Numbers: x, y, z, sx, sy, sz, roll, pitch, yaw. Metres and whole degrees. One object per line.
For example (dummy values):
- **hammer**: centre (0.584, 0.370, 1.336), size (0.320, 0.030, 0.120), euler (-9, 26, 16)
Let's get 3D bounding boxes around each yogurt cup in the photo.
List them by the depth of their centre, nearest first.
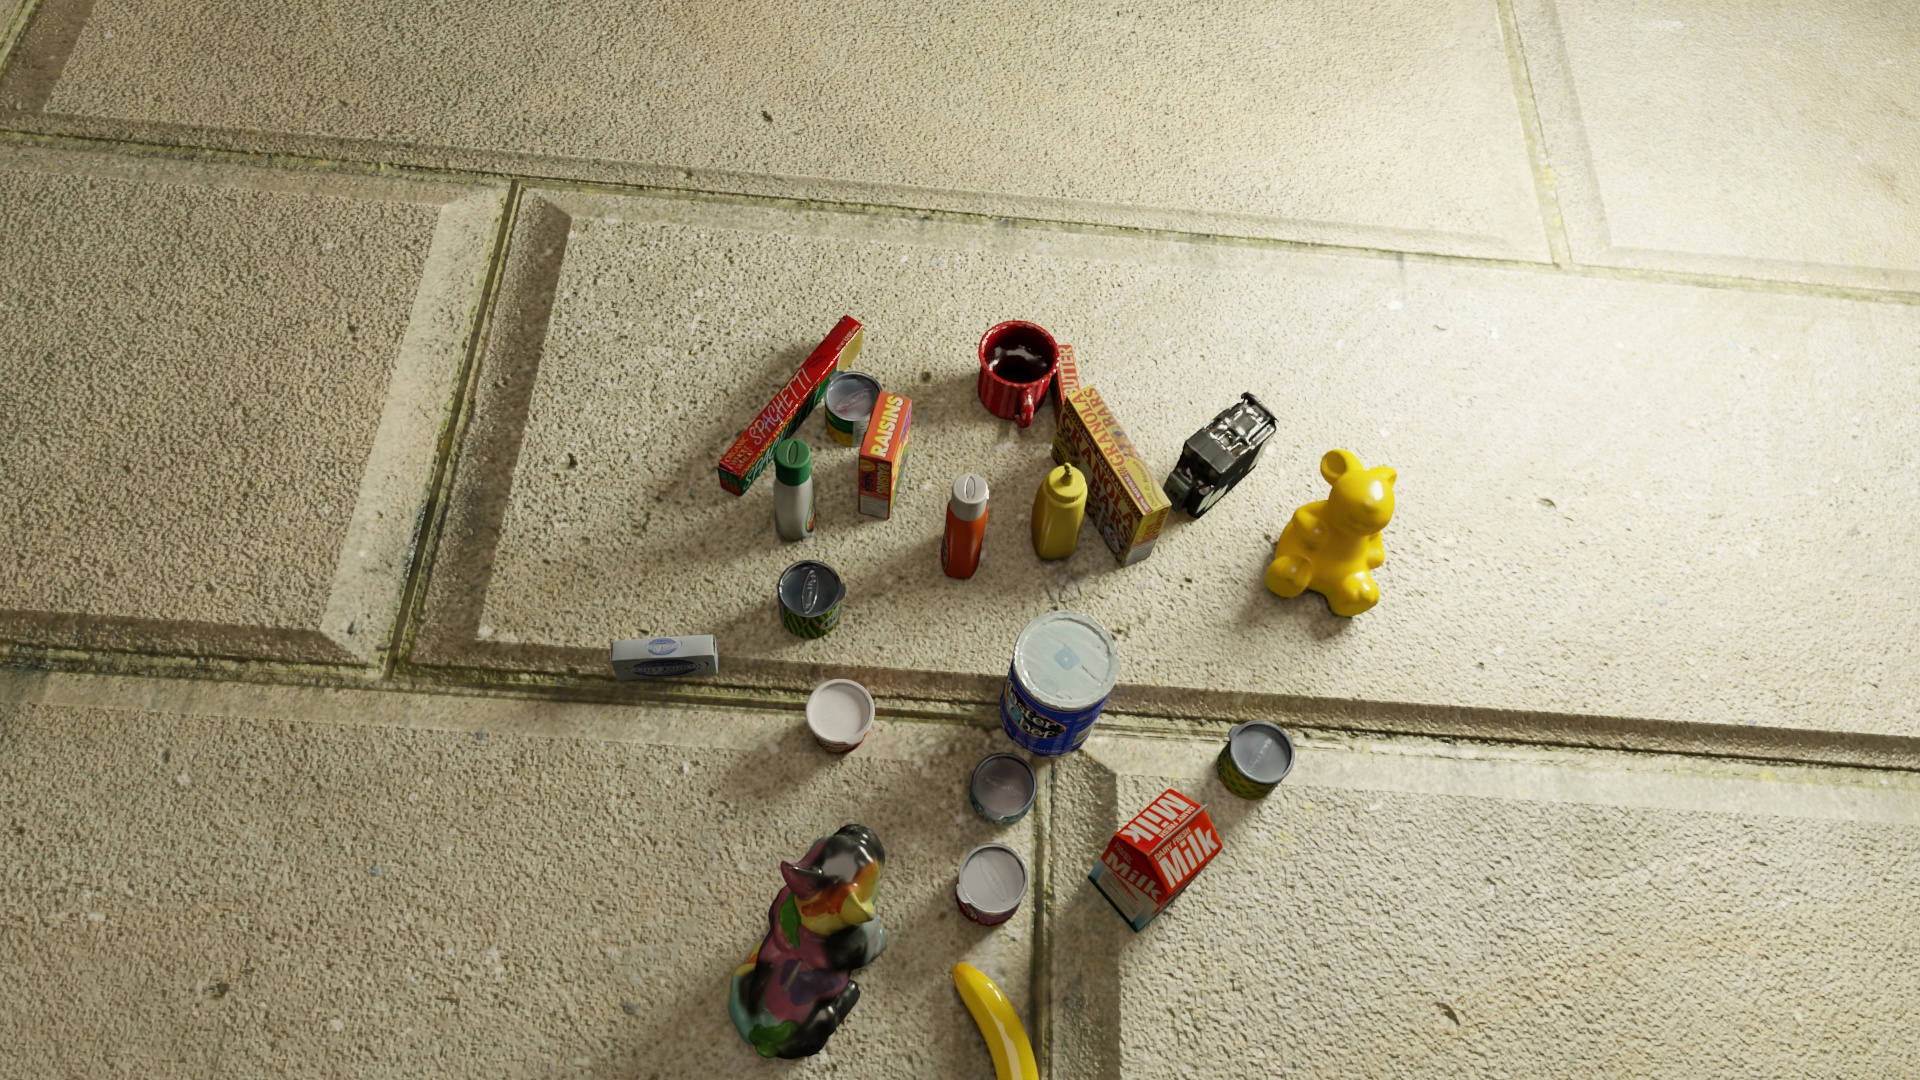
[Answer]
- **yogurt cup**: centre (-0.121, 0.180, 1.395), size (0.072, 0.053, 0.073), euler (2, 62, -4)

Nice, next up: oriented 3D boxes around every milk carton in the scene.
- **milk carton**: centre (0.181, 0.292, 1.283), size (0.072, 0.189, 0.073), euler (-35, 70, -21)

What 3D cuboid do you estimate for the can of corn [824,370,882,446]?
- **can of corn**: centre (-0.122, -0.150, 1.571), size (0.071, 0.058, 0.071), euler (2, 62, -4)

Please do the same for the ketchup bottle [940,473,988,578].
- **ketchup bottle**: centre (0.005, -0.018, 1.460), size (0.043, 0.148, 0.065), euler (5, 62, -3)

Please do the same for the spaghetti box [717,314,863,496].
- **spaghetti box**: centre (-0.190, -0.154, 1.572), size (0.029, 0.050, 0.251), euler (30, 63, 11)

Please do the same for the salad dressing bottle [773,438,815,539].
- **salad dressing bottle**: centre (-0.175, -0.054, 1.463), size (0.044, 0.147, 0.064), euler (6, 62, -2)

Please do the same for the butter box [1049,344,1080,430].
- **butter box**: centre (0.121, -0.170, 1.607), size (0.024, 0.053, 0.104), euler (-3, 62, -7)

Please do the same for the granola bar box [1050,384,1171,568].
- **granola bar box**: centre (0.160, -0.068, 1.515), size (0.039, 0.123, 0.166), euler (-23, 66, -16)

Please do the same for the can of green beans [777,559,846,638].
- **can of green beans**: centre (-0.158, 0.062, 1.453), size (0.071, 0.057, 0.071), euler (2, 62, -4)

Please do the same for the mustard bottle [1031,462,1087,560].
- **mustard bottle**: centre (0.106, -0.037, 1.473), size (0.049, 0.159, 0.065), euler (-5, 63, -8)

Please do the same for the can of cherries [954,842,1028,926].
- **can of cherries**: centre (0.026, 0.329, 1.324), size (0.071, 0.058, 0.072), euler (2, 62, -4)

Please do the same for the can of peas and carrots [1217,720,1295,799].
- **can of peas and carrots**: centre (0.296, 0.222, 1.407), size (0.071, 0.058, 0.071), euler (2, 62, -4)

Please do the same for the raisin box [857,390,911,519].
- **raisin box**: centre (-0.083, -0.091, 1.506), size (0.040, 0.122, 0.086), euler (14, 62, 3)

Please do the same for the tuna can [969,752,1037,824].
- **tuna can**: centre (0.042, 0.250, 1.383), size (0.071, 0.032, 0.071), euler (2, 61, -4)

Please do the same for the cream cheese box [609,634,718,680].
- **cream cheese box**: centre (-0.300, 0.119, 1.412), size (0.104, 0.053, 0.024), euler (-3, 62, -7)
